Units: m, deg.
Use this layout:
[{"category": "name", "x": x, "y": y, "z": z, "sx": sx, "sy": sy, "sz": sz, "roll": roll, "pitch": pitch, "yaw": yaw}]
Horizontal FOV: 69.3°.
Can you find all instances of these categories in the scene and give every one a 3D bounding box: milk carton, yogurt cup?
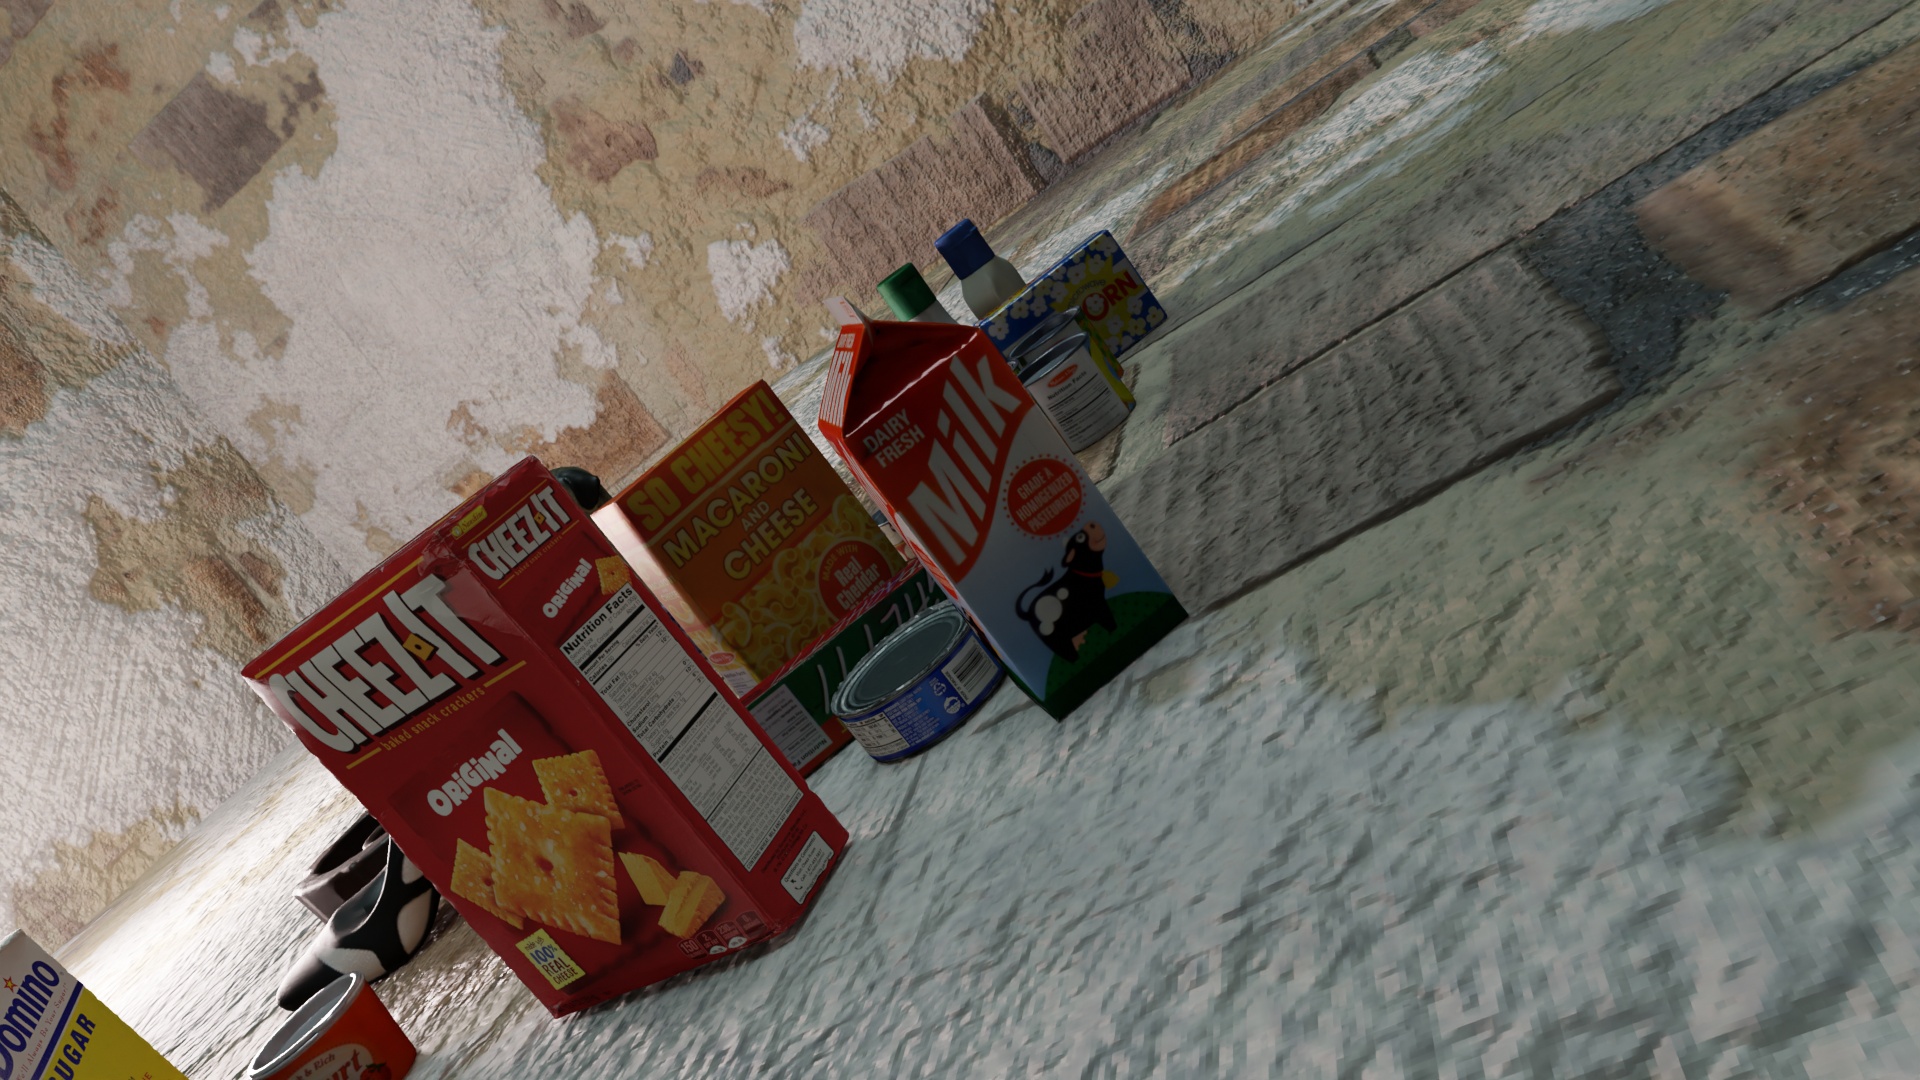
[{"category": "milk carton", "x": 0.004, "y": -0.025, "z": 0.581, "sx": 0.073, "sy": 0.190, "sz": 0.072, "roll": -39, "pitch": 14, "yaw": -6}, {"category": "yogurt cup", "x": -0.320, "y": 0.265, "z": 0.715, "sx": 0.072, "sy": 0.054, "sz": 0.072, "roll": -35, "pitch": 14, "yaw": 10}]

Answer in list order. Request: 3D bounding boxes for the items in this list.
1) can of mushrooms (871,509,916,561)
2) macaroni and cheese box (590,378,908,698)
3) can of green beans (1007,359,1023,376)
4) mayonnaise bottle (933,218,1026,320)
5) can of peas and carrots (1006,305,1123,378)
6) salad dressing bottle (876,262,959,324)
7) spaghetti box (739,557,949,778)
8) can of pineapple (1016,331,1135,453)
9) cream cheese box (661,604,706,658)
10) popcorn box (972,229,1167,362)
[{"category": "can of mushrooms", "x": -0.030, "y": -0.016, "z": 0.964, "sx": 0.071, "sy": 0.033, "sz": 0.071, "roll": -34, "pitch": 14, "yaw": 10}, {"category": "macaroni and cheese box", "x": -0.109, "y": 0.011, "z": 0.793, "sx": 0.040, "sy": 0.166, "sz": 0.124, "roll": -19, "pitch": 23, "yaw": 53}, {"category": "can of green beans", "x": 0.031, "y": -0.087, "z": 0.996, "sx": 0.071, "sy": 0.057, "sz": 0.071, "roll": -35, "pitch": 14, "yaw": 10}, {"category": "mayonnaise bottle", "x": 0.035, "y": -0.196, "z": 1.153, "sx": 0.041, "sy": 0.148, "sz": 0.065, "roll": -27, "pitch": 17, "yaw": 36}, {"category": "can of peas and carrots", "x": 0.077, "y": -0.131, "z": 1.023, "sx": 0.071, "sy": 0.058, "sz": 0.071, "roll": -35, "pitch": 14, "yaw": 10}, {"category": "salad dressing bottle", "x": -0.013, "y": -0.161, "z": 1.155, "sx": 0.064, "sy": 0.147, "sz": 0.044, "roll": -41, "pitch": 14, "yaw": -17}, {"category": "spaghetti box", "x": -0.057, "y": 0.070, "z": 0.718, "sx": 0.250, "sy": 0.050, "sz": 0.029, "roll": -39, "pitch": 14, "yaw": -7}, {"category": "can of pineapple", "x": 0.074, "y": -0.097, "z": 0.925, "sx": 0.071, "sy": 0.058, "sz": 0.071, "roll": -35, "pitch": 14, "yaw": 10}, {"category": "cream cheese box", "x": -0.219, "y": 0.073, "z": 1.096, "sx": 0.104, "sy": 0.053, "sz": 0.024, "roll": -40, "pitch": 14, "yaw": -11}, {"category": "popcorn box", "x": 0.085, "y": -0.170, "z": 1.077, "sx": 0.127, "sy": 0.085, "sz": 0.038, "roll": -38, "pitch": 14, "yaw": -4}]
